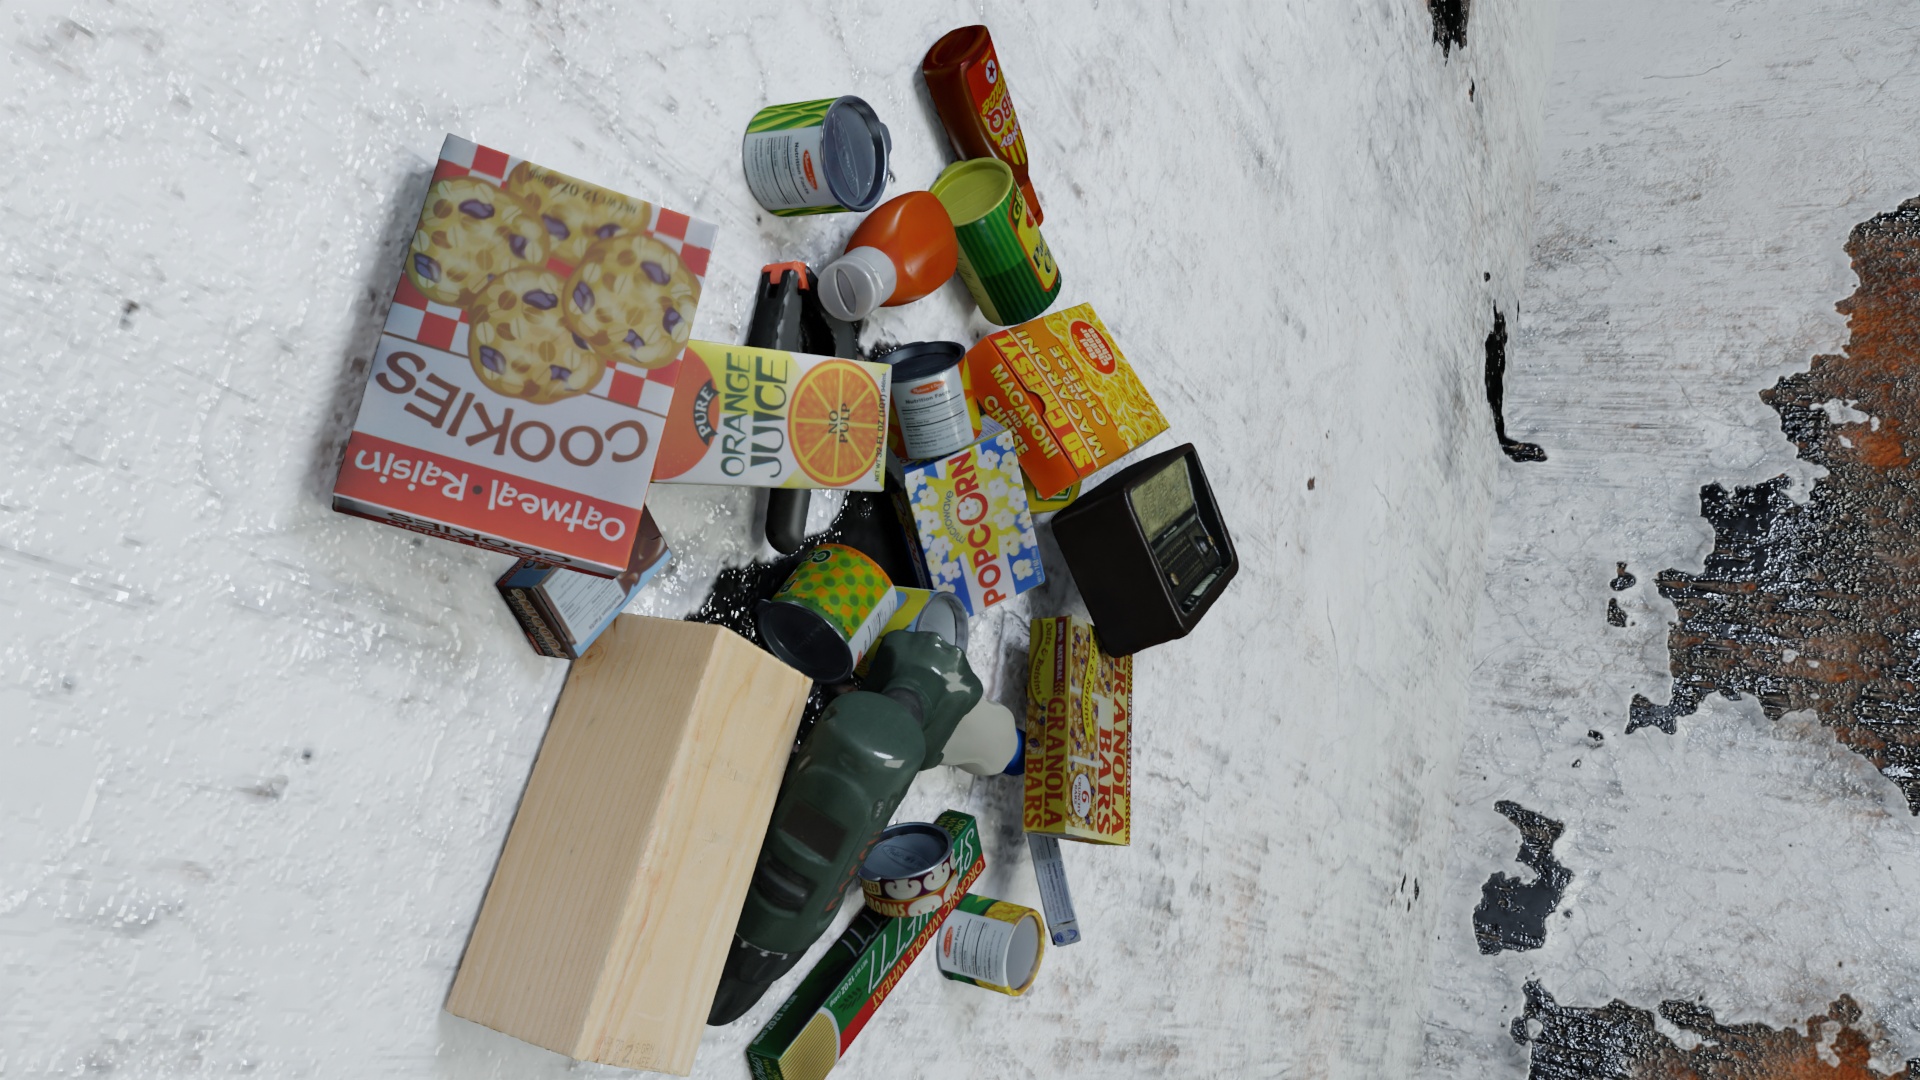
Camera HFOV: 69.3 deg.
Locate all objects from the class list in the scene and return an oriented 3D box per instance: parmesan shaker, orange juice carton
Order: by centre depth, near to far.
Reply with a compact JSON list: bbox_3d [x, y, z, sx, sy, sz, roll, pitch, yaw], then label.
[{"bbox_3d":[-0.131,-0.065,0.723,0.193,0.073,0.071,0,94,-45],"label":"orange juice carton"},{"bbox_3d":[0.024,-0.212,0.986,0.102,0.071,0.071,54,49,-47],"label":"parmesan shaker"}]

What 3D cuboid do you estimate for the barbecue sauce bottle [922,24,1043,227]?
[{"bbox_3d":[0.020,-0.285,0.990,0.065,0.043,0.148,-64,143,-36],"label":"barbecue sauce bottle"}]

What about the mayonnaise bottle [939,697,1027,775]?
[{"bbox_3d":[0.010,0.144,1.029,0.148,0.041,0.065,36,63,-56],"label":"mayonnaise bottle"}]

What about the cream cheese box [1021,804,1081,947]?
[{"bbox_3d":[0.071,0.263,1.101,0.053,0.024,0.104,74,2,-57],"label":"cream cheese box"}]

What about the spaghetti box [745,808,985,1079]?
[{"bbox_3d":[-0.056,0.277,0.947,0.251,0.028,0.050,-43,129,-48],"label":"spaghetti box"}]

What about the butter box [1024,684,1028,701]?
[{"bbox_3d":[0.091,0.122,1.172,0.104,0.024,0.053,-40,125,-50],"label":"butter box"}]

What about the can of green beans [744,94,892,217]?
[{"bbox_3d":[-0.084,-0.224,0.813,0.071,0.058,0.071,-11,103,-57],"label":"can of green beans"}]

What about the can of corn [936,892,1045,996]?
[{"bbox_3d":[0.025,0.306,1.054,0.071,0.058,0.071,-12,104,-57],"label":"can of corn"}]

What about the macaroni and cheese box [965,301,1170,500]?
[{"bbox_3d":[0.082,-0.111,1.058,0.124,0.040,0.167,57,35,3],"label":"macaroni and cheese box"}]

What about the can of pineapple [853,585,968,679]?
[{"bbox_3d":[-0.036,0.065,0.925,0.071,0.058,0.071,-11,103,-57],"label":"can of pineapple"}]

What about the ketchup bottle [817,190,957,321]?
[{"bbox_3d":[-0.044,-0.174,0.867,0.149,0.043,0.064,-55,130,-60],"label":"ketchup bottle"}]

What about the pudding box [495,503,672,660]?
[{"bbox_3d":[-0.187,0.015,0.700,0.084,0.030,0.049,-55,136,-40],"label":"pudding box"}]

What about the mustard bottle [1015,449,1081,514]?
[{"bbox_3d":[0.038,-0.048,1.041,0.161,0.049,0.065,-14,100,-57],"label":"mustard bottle"}]

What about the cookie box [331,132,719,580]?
[{"bbox_3d":[-0.190,-0.078,0.616,0.123,0.040,0.168,16,77,-19],"label":"cookie box"}]

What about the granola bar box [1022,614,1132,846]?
[{"bbox_3d":[0.095,0.153,1.098,0.124,0.039,0.166,28,61,-56],"label":"granola bar box"}]

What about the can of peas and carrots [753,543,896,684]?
[{"bbox_3d":[-0.082,0.043,0.844,0.059,0.071,0.070,-54,137,-41],"label":"can of peas and carrots"}]

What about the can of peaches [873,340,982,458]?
[{"bbox_3d":[-0.023,-0.094,0.923,0.071,0.071,0.057,-46,131,-46],"label":"can of peaches"}]

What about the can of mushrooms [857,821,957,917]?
[{"bbox_3d":[-0.037,0.222,0.936,0.071,0.071,0.033,-37,125,-51],"label":"can of mushrooms"}]

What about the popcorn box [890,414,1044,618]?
[{"bbox_3d":[0.003,-0.012,0.964,0.085,0.038,0.126,-24,119,-17],"label":"popcorn box"}]
